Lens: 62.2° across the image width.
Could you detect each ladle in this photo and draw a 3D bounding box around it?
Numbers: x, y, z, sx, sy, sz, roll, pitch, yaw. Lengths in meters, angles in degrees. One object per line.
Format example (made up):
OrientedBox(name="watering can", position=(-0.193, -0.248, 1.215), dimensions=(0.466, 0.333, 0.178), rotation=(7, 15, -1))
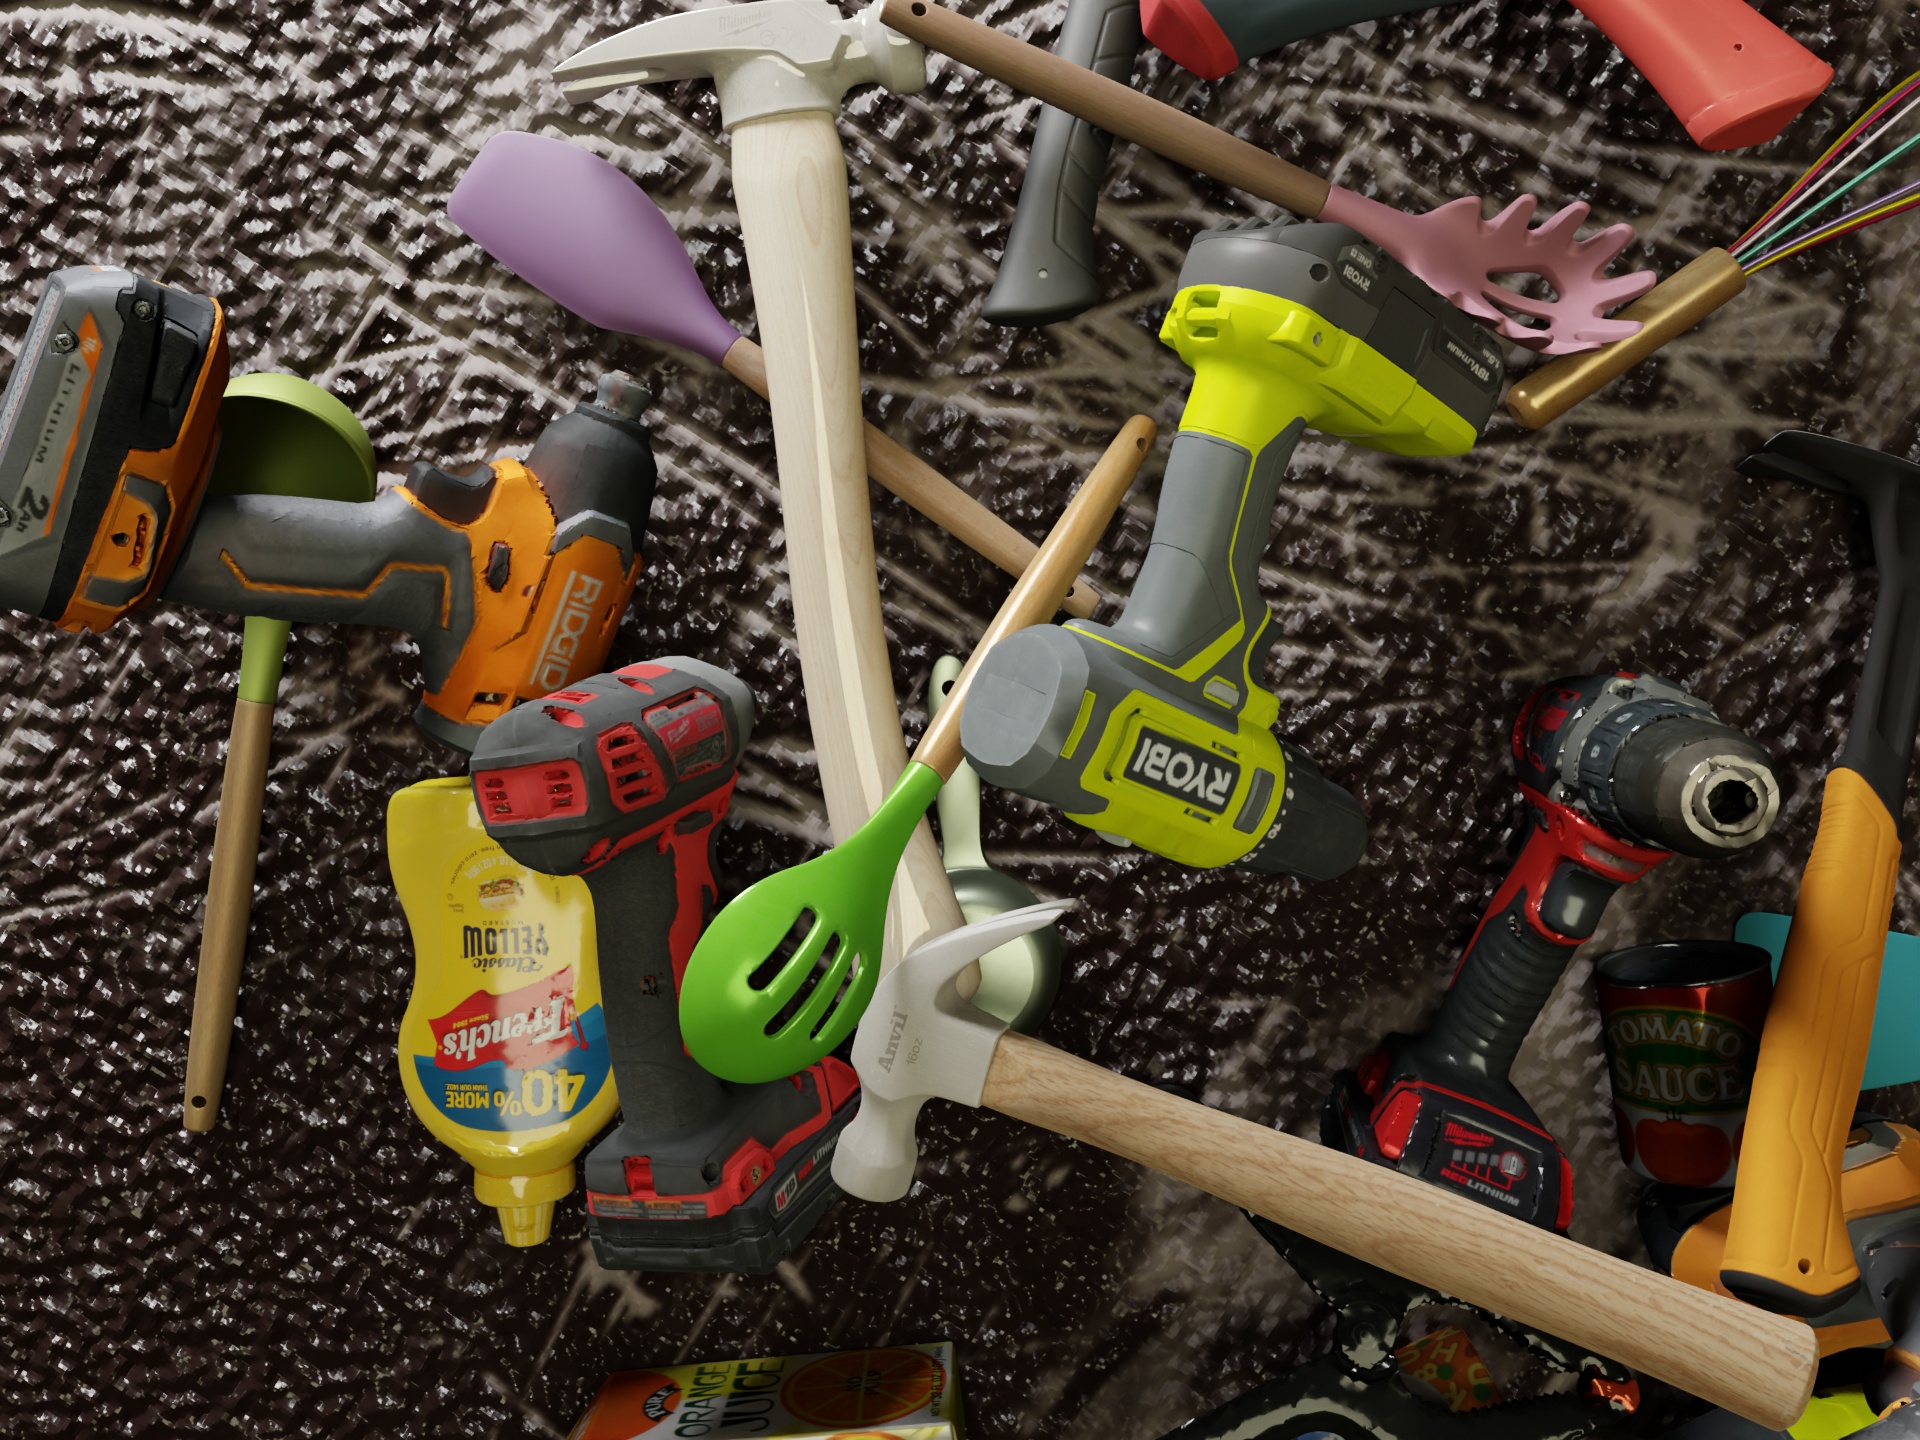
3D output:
OrientedBox(name="ladle", position=(-0.295, 0.019, 0.651), dimensions=(0.078, 0.062, 0.320), rotation=(9, 96, -9))

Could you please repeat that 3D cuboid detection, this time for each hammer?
OrientedBox(name="hammer", position=(0.328, 0.049, 0.595), dimensions=(0.127, 0.034, 0.337), rotation=(22, 71, 0))
OrientedBox(name="hammer", position=(0.257, -0.322, 0.614), dimensions=(0.386, 0.038, 0.143), rotation=(-11, 92, -4))
OrientedBox(name="hammer", position=(-0.061, -0.075, 0.627), dimensions=(0.146, 0.038, 0.410), rotation=(-8, 89, 0))
OrientedBox(name="hammer", position=(0.166, -0.337, 0.575), dimensions=(0.359, 0.036, 0.149), rotation=(40, 84, 4))
OrientedBox(name="hammer", position=(0.118, 0.158, 0.550), dimensions=(0.331, 0.031, 0.130), rotation=(18, 104, 15))
OrientedBox(name="hammer", position=(0.063, -0.321, 0.635), dimensions=(0.146, 0.035, 0.335), rotation=(15, 94, -1))

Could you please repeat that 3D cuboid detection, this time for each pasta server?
OrientedBox(name="pasta server", position=(0.118, -0.215, 0.614), dimensions=(0.316, 0.040, 0.060), rotation=(21, 79, -8))

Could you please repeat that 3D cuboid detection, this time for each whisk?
OrientedBox(name="whisk", position=(0.329, -0.192, 0.637), dimensions=(0.245, 0.051, 0.047), rotation=(-35, 98, 6))

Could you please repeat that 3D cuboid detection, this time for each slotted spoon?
OrientedBox(name="slotted spoon", position=(-0.001, -0.002, 0.596), dimensions=(0.070, 0.031, 0.314), rotation=(45, 64, -28))

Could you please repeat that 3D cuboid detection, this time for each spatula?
OrientedBox(name="spatula", position=(-0.072, -0.139, 0.656), dimensions=(0.316, 0.018, 0.060), rotation=(36, 92, -1))
OrientedBox(name="spatula", position=(0.488, 0.101, 0.663), dimensions=(0.317, 0.044, 0.082), rotation=(-8, 93, -3))

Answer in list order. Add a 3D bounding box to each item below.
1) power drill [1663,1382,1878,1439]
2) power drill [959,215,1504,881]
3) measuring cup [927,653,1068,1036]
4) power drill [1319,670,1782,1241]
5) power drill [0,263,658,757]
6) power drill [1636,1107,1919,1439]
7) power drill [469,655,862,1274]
OrientedBox(name="power drill", position=(0.353, 0.380, 0.642), dimensions=(0.171, 0.080, 0.223), rotation=(-7, 97, -3))
OrientedBox(name="power drill", position=(0.118, -0.053, 0.608), dimensions=(0.190, 0.080, 0.228), rotation=(22, 90, -35))
OrientedBox(name="measuring cup", position=(0.001, 0.057, 0.656), dimensions=(0.083, 0.038, 0.167), rotation=(-4, 96, 1))
OrientedBox(name="power drill", position=(0.217, 0.090, 0.585), dimensions=(0.080, 0.188, 0.226), rotation=(22, 97, 5))
OrientedBox(name="power drill", position=(-0.223, -0.083, 0.589), dimensions=(0.226, 0.084, 0.164), rotation=(20, 95, -37))
OrientedBox(name="power drill", position=(0.324, 0.229, 0.569), dimensions=(0.185, 0.226, 0.084), rotation=(-22, 93, 2))
OrientedBox(name="power drill", position=(-0.103, 0.085, 0.610), dimensions=(0.078, 0.143, 0.219), rotation=(-7, 101, 24))
